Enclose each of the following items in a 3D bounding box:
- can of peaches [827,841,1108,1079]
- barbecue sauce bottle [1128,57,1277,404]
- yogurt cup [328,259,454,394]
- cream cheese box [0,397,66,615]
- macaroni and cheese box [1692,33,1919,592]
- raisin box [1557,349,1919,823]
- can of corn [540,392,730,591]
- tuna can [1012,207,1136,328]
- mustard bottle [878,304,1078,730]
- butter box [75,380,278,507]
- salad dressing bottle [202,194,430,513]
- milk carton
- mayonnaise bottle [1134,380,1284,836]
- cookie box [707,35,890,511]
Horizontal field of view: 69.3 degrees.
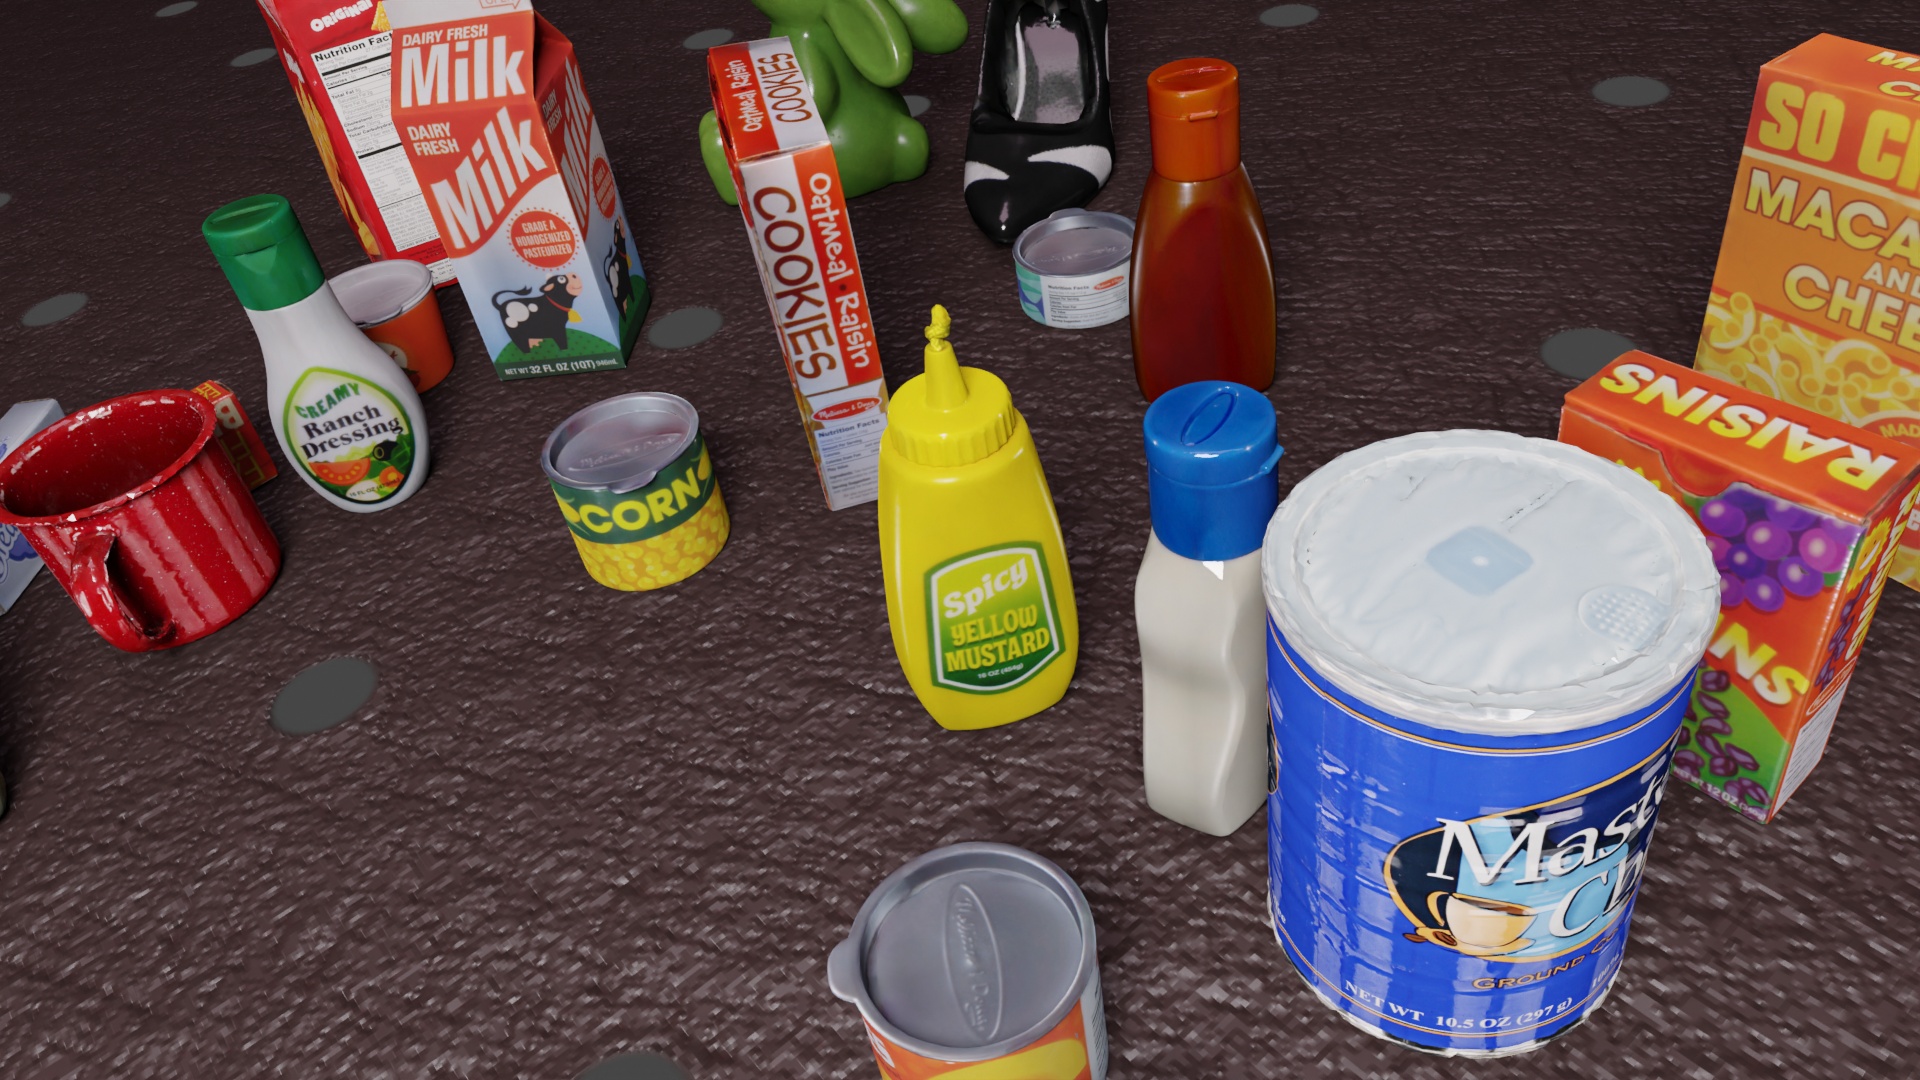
[{"bbox_3d":[0.004,0.127,0.382,0.071,0.057,0.071,-6,40,5],"label":"can of peaches"},{"bbox_3d":[0.102,-0.128,0.595,0.065,0.147,0.044,-9,39,2],"label":"barbecue sauce bottle"},{"bbox_3d":[-0.306,-0.110,0.739,0.072,0.053,0.073,-6,40,5],"label":"yogurt cup"},{"bbox_3d":[-0.451,-0.016,0.660,0.024,0.053,0.104,-6,40,6],"label":"cream cheese box"},{"bbox_3d":[0.317,-0.070,0.464,0.040,0.165,0.124,-28,42,-20],"label":"macaroni and cheese box"},{"bbox_3d":[0.221,0.014,0.417,0.040,0.122,0.086,-32,44,-24],"label":"raisin box"},{"bbox_3d":[-0.136,-0.019,0.589,0.071,0.058,0.071,-6,40,5],"label":"can of corn"},{"bbox_3d":[0.061,-0.139,0.708,0.071,0.032,0.071,-6,40,5],"label":"tuna can"},{"bbox_3d":[0.002,-0.006,0.462,0.065,0.159,0.049,-16,40,-6],"label":"mustard bottle"},{"bbox_3d":[-0.385,-0.028,0.659,0.024,0.052,0.104,24,51,35],"label":"butter box"},{"bbox_3d":[-0.290,-0.082,0.628,0.064,0.146,0.044,-20,40,-10],"label":"salad dressing bottle"},{"bbox_3d":[-0.220,-0.180,0.697,0.072,0.189,0.074,-5,40,7],"label":"milk carton"},{"bbox_3d":[0.078,0.022,0.421,0.041,0.147,0.065,17,47,30],"label":"mayonnaise bottle"},{"bbox_3d":[-0.067,-0.116,0.604,0.040,0.166,0.123,-15,40,-5],"label":"cookie box"}]
